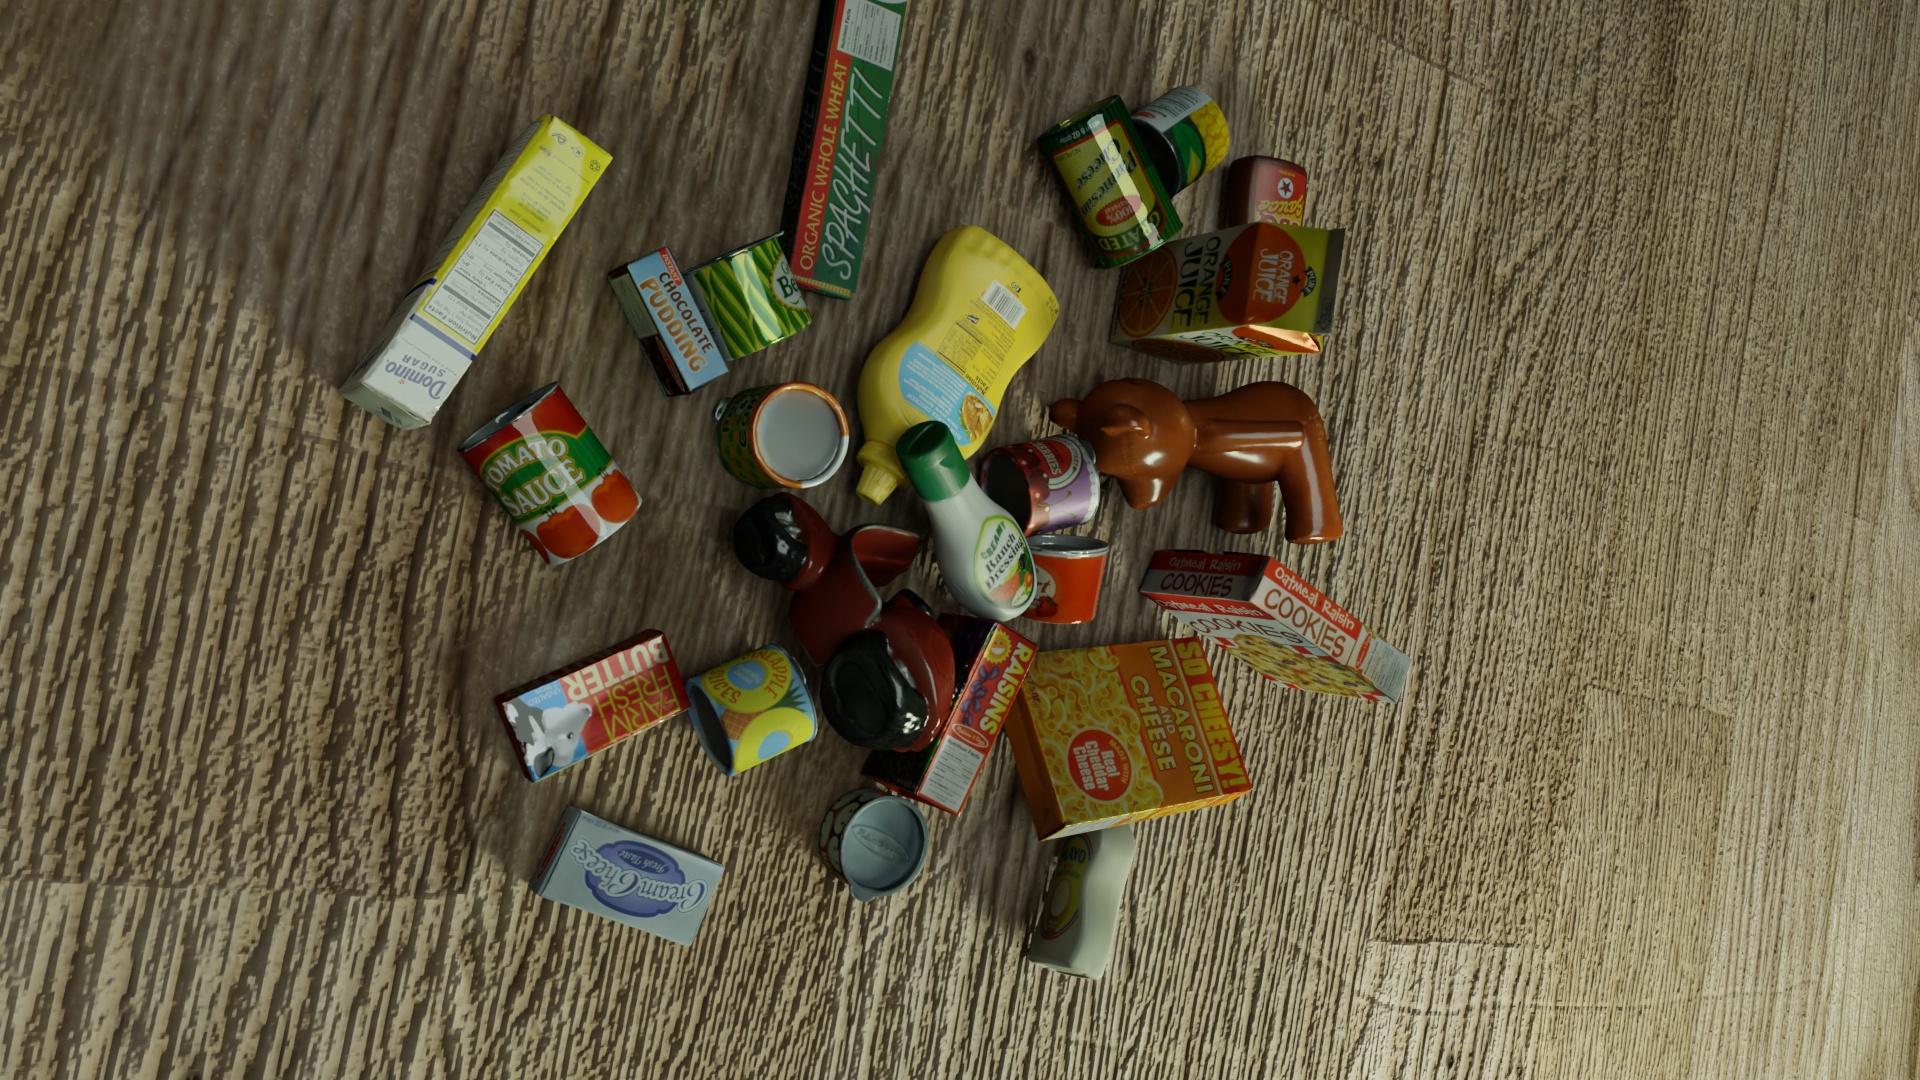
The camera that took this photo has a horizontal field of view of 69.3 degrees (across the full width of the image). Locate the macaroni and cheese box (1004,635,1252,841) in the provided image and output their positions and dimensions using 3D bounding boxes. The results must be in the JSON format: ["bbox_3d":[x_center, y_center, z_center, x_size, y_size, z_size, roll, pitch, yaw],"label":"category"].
[{"bbox_3d":[0.115,0.136,0.987,0.167,0.040,0.124,-3,65,-31],"label":"macaroni and cheese box"}]

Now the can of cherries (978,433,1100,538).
[{"bbox_3d":[0.054,-0.039,0.955,0.058,0.071,0.071,-13,98,-29],"label":"can of cherries"}]

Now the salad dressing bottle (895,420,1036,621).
[{"bbox_3d":[0.003,-0.011,0.895,0.064,0.044,0.147,-52,133,-27],"label":"salad dressing bottle"}]

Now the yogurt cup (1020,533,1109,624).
[{"bbox_3d":[0.069,0.027,0.971,0.072,0.072,0.054,-3,101,-31],"label":"yogurt cup"}]

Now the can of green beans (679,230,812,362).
[{"bbox_3d":[-0.131,-0.147,0.843,0.071,0.071,0.057,-31,108,-26],"label":"can of green beans"}]

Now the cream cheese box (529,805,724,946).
[{"bbox_3d":[-0.199,0.202,0.836,0.104,0.024,0.053,30,77,-28],"label":"cream cheese box"}]

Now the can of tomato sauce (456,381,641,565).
[{"bbox_3d":[-0.231,-0.037,0.784,0.071,0.071,0.083,-42,112,-23],"label":"can of tomato sauce"}]

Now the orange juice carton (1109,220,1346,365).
[{"bbox_3d":[0.192,-0.170,0.963,0.073,0.192,0.072,12,86,-30],"label":"orange juice carton"}]

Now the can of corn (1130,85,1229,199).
[{"bbox_3d":[0.153,-0.286,1.011,0.058,0.071,0.071,-39,110,-24],"label":"can of corn"}]

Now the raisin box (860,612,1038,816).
[{"bbox_3d":[-0.008,0.111,0.913,0.040,0.086,0.123,32,75,-23],"label":"raisin box"}]

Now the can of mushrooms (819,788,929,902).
[{"bbox_3d":[-0.058,0.200,0.916,0.071,0.033,0.071,-1,92,-32],"label":"can of mushrooms"}]

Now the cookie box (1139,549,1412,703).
[{"bbox_3d":[0.234,0.062,1.035,0.167,0.123,0.040,33,75,-27],"label":"cookie box"}]

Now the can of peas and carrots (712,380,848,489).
[{"bbox_3d":[-0.112,-0.066,0.861,0.071,0.058,0.071,-1,92,-31],"label":"can of peas and carrots"}]

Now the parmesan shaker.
[{"bbox_3d":[0.103,-0.252,0.984,0.071,0.071,0.103,-39,109,-24],"label":"parmesan shaker"}]

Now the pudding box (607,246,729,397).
[{"bbox_3d":[-0.175,-0.129,0.827,0.030,0.049,0.083,-31,106,-24],"label":"pudding box"}]

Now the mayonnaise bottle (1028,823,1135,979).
[{"bbox_3d":[0.094,0.234,0.992,0.041,0.064,0.148,27,67,-23],"label":"mayonnaise bottle"}]

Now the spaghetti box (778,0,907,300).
[{"bbox_3d":[-0.074,-0.281,0.895,0.050,0.028,0.250,12,85,-31],"label":"spaghetti box"}]

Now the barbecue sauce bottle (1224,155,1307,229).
[{"bbox_3d":[0.232,-0.217,1.073,0.065,0.043,0.148,6,89,-32],"label":"barbecue sauce bottle"}]

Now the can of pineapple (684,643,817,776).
[{"bbox_3d":[-0.129,0.102,0.850,0.058,0.071,0.071,-22,103,-28],"label":"can of pineapple"}]

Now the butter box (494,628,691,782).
[{"bbox_3d":[-0.217,0.097,0.823,0.104,0.024,0.053,-25,104,-28],"label":"butter box"}]
